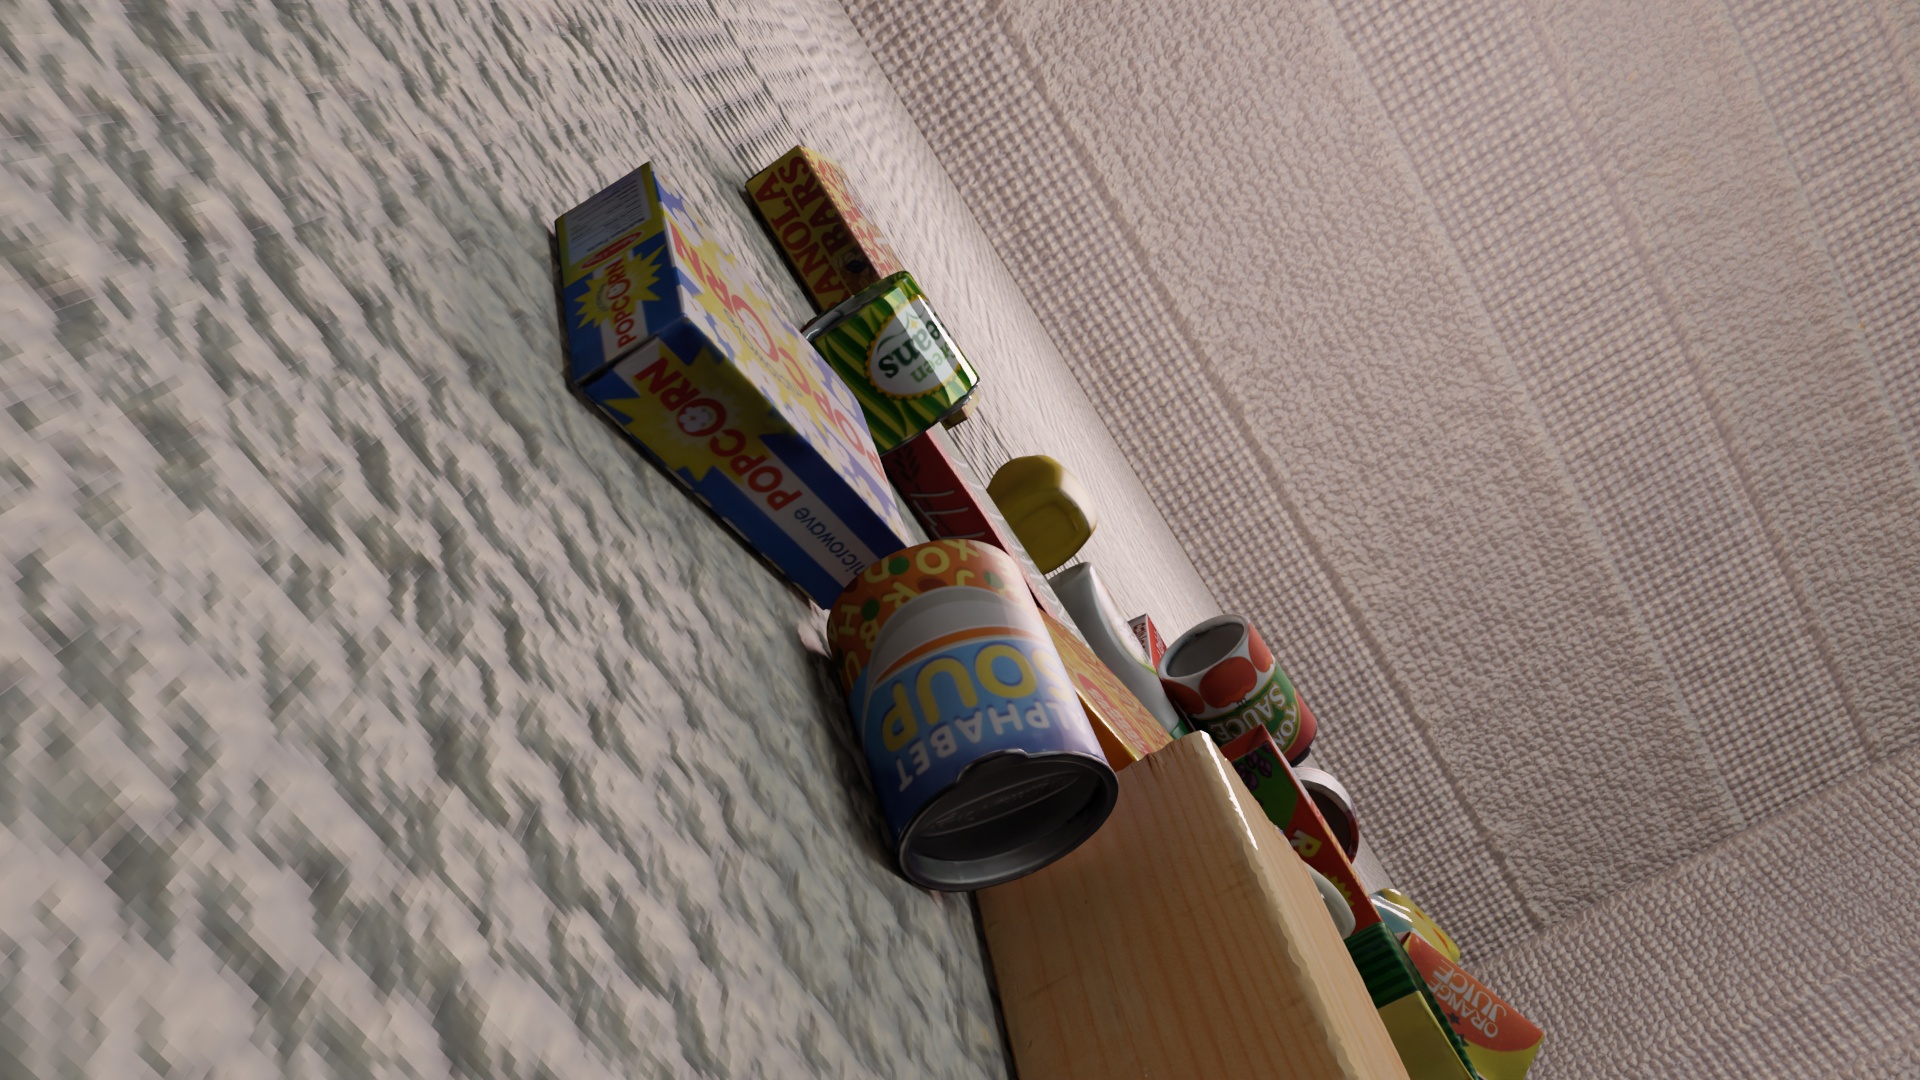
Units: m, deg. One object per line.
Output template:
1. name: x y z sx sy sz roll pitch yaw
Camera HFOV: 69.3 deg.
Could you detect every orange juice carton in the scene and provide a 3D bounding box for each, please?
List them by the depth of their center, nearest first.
1. orange juice carton: 0.222 0.242 0.675 0.072 0.073 0.192 38 -7 19

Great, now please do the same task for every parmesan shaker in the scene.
1. parmesan shaker: 0.119 0.186 0.480 0.071 0.103 0.071 56 10 -15

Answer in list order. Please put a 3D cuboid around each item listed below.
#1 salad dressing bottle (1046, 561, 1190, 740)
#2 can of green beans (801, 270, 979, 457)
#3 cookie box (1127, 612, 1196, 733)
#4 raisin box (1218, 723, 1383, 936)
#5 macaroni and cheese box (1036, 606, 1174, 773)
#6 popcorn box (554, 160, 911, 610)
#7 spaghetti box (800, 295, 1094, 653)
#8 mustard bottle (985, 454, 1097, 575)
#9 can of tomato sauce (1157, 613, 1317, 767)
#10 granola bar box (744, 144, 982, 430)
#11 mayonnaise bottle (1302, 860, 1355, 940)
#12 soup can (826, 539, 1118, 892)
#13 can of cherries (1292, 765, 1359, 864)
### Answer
1. salad dressing bottle: 0.097 0.085 0.829 0.147 0.044 0.064 58 8 -7
2. can of green beans: -0.034 -0.077 0.608 0.057 0.071 0.071 56 11 -17
3. cookie box: 0.151 0.142 0.934 0.167 0.040 0.123 59 11 -7
4. raisin box: 0.165 0.177 0.769 0.123 0.086 0.040 58 8 -3
5. macaroni and cheese box: 0.048 0.075 0.566 0.124 0.040 0.166 49 6 24
6. popcorn box: -0.069 -0.045 0.435 0.126 0.038 0.085 48 15 -45
7. spaghetti box: 0.002 -0.009 0.694 0.249 0.028 0.050 56 11 -15
8. mustard bottle: 0.042 -0.022 0.827 0.048 0.065 0.160 53 8 -11
9. can of tomato sauce: 0.170 0.097 0.854 0.083 0.071 0.071 55 11 -15
10. granola bar box: -0.050 -0.135 0.778 0.165 0.039 0.124 58 10 -7
11. mayonnaise bottle: 0.126 0.149 0.677 0.064 0.041 0.148 43 -3 -26
12. soup can: 0.001 0.049 0.413 0.071 0.071 0.084 47 15 -49
13. can of cherries: 0.205 0.175 0.836 0.071 0.071 0.058 60 10 8
